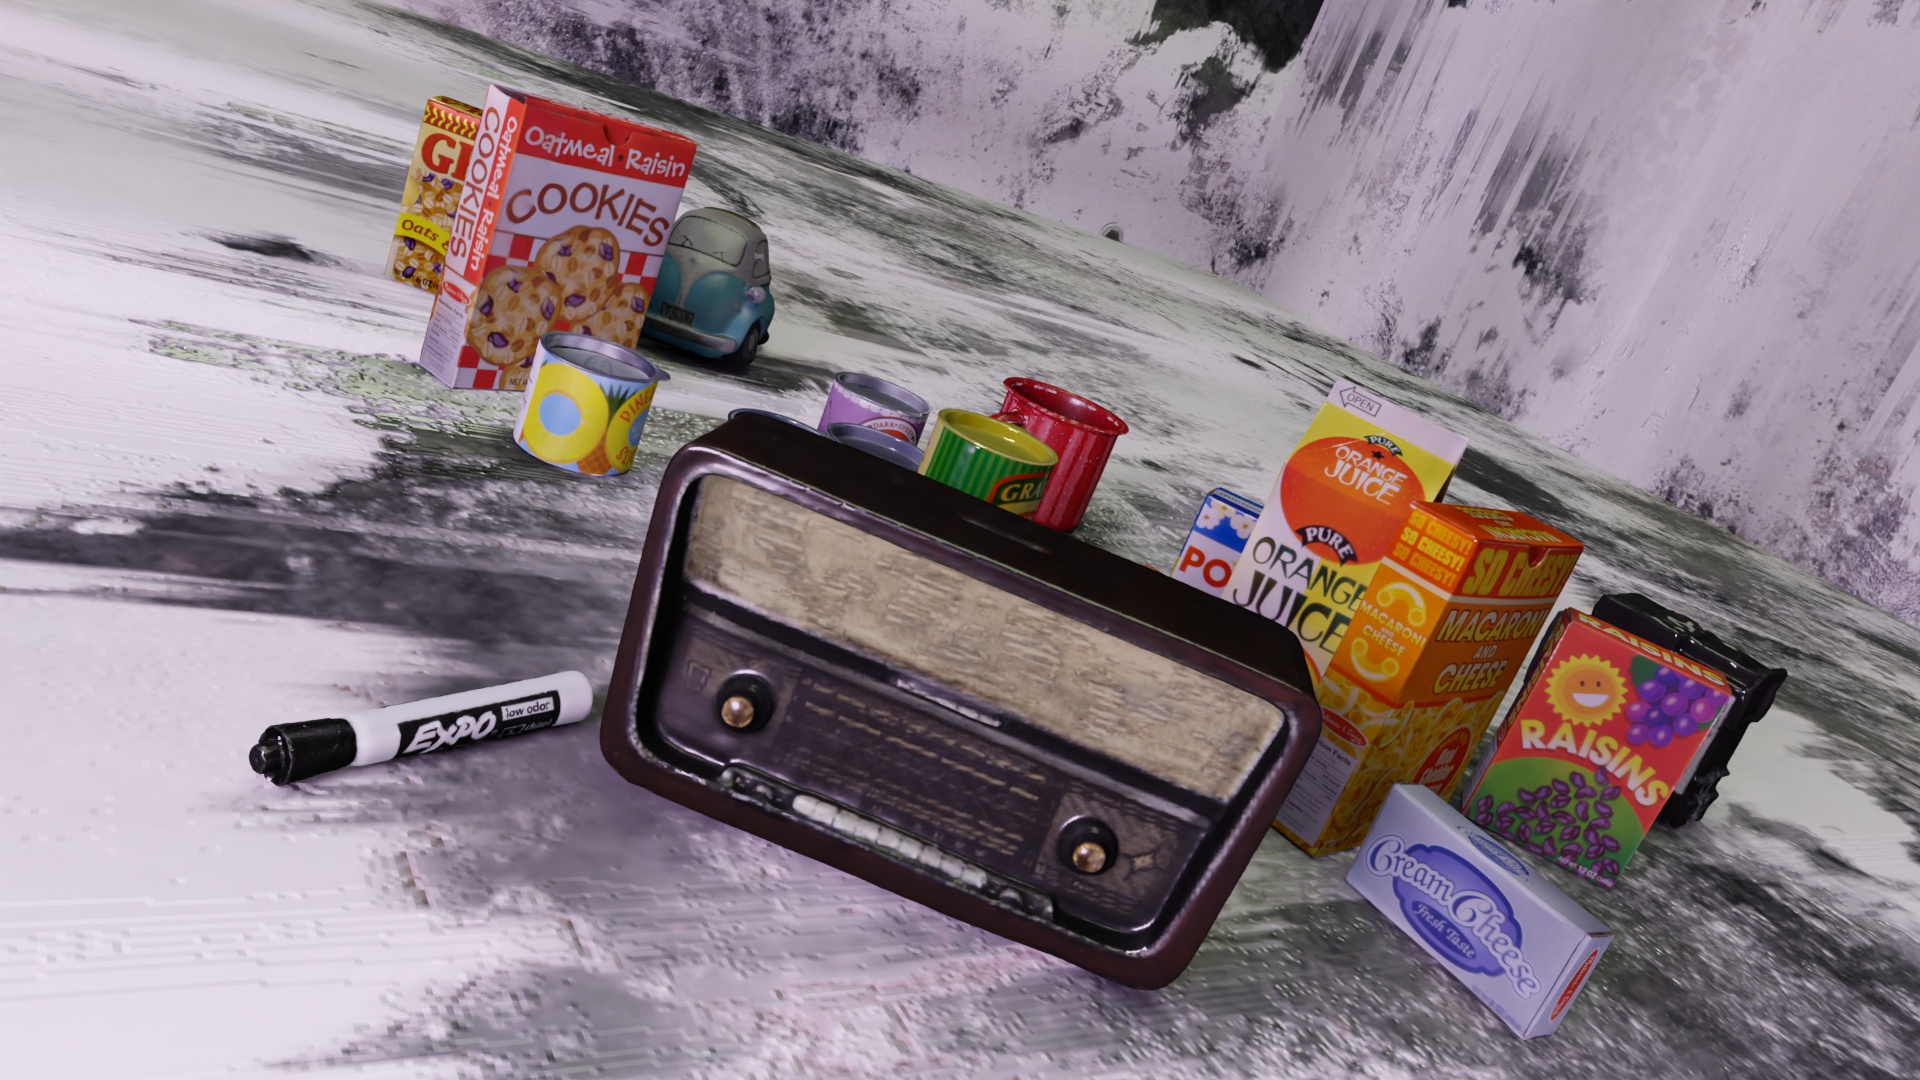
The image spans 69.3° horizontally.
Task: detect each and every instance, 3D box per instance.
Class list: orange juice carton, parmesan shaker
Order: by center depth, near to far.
[{"bbox_3d":[0.182,0.020,0.706,0.072,0.192,0.073,28,19,20],"label":"orange juice carton"},{"bbox_3d":[0.003,-0.009,0.728,0.071,0.102,0.071,20,18,-7],"label":"parmesan shaker"}]

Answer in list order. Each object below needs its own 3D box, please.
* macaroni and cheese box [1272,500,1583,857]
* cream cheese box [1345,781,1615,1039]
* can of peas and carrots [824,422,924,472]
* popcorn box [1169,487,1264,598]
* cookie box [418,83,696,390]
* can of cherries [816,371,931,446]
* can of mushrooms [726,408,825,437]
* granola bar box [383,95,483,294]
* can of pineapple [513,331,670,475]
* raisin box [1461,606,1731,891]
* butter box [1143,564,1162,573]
[{"bbox_3d":[0.222,0.066,0.663,0.124,0.165,0.040,2,26,-46],"label":"macaroni and cheese box"},{"bbox_3d":[0.215,0.154,0.587,0.024,0.053,0.104,7,23,-38],"label":"cream cheese box"},{"bbox_3d":[-0.053,-0.026,0.785,0.071,0.058,0.071,20,18,-7],"label":"can of peas and carrots"},{"bbox_3d":[0.196,0.032,0.860,0.127,0.085,0.038,26,18,14],"label":"popcorn box"},{"bbox_3d":[-0.233,-0.169,0.813,0.040,0.166,0.123,33,21,31],"label":"cookie box"},{"bbox_3d":[-0.059,-0.069,0.901,0.071,0.058,0.072,20,18,-7],"label":"can of cherries"},{"bbox_3d":[-0.110,-0.050,0.828,0.071,0.033,0.071,20,18,-7],"label":"can of mushrooms"},{"bbox_3d":[-0.287,-0.208,0.932,0.165,0.123,0.039,19,18,-8],"label":"granola bar box"},{"bbox_3d":[-0.201,-0.074,0.753,0.071,0.057,0.071,20,18,-7],"label":"can of pineapple"},{"bbox_3d":[0.334,0.109,0.736,0.086,0.123,0.040,27,18,16],"label":"raisin box"},{"bbox_3d":[0.084,0.048,0.738,0.024,0.053,0.104,28,19,18],"label":"butter box"}]
